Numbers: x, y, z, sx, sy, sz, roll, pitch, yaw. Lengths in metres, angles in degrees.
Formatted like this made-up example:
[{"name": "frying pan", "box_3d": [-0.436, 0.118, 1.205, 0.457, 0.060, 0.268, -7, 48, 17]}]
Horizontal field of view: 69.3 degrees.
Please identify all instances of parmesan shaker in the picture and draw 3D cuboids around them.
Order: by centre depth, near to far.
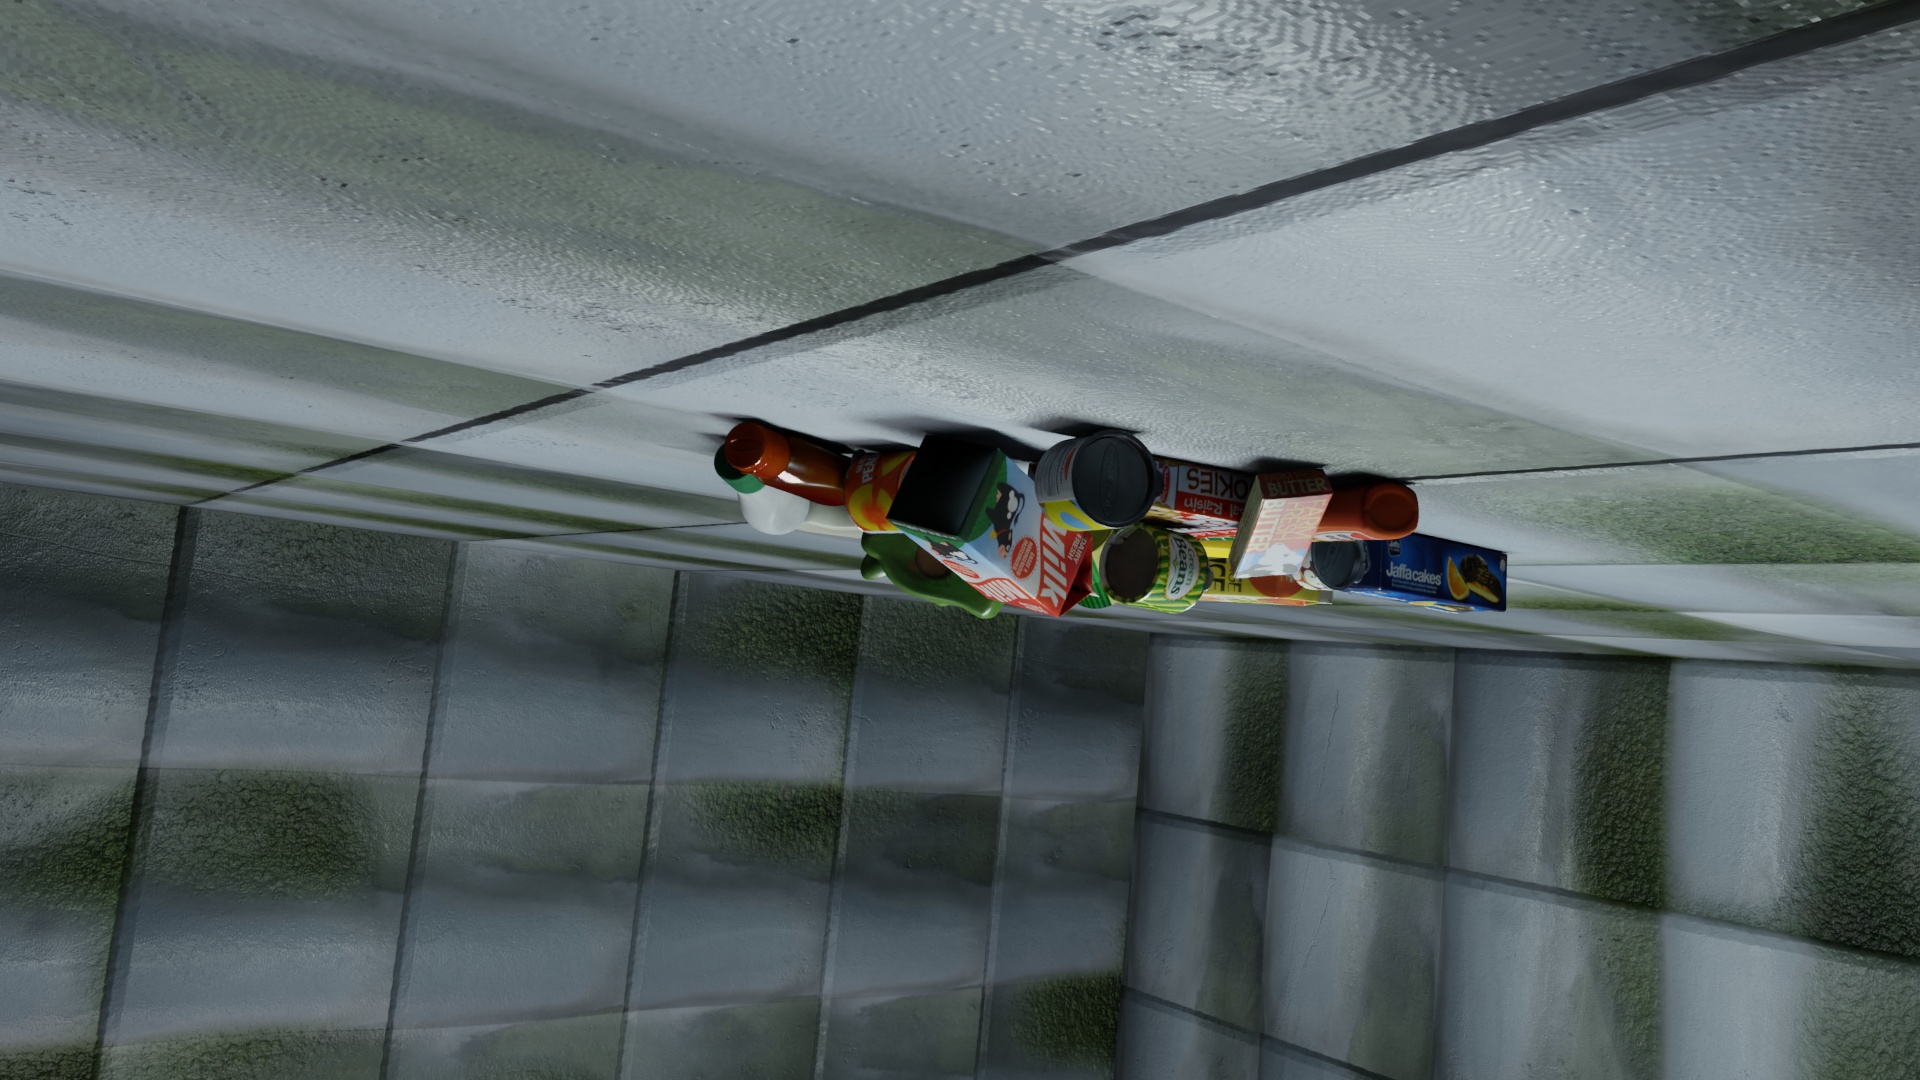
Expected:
[{"name": "parmesan shaker", "box_3d": [0.115, 0.014, 1.271, 0.071, 0.071, 0.102, 3, 151, 20]}]

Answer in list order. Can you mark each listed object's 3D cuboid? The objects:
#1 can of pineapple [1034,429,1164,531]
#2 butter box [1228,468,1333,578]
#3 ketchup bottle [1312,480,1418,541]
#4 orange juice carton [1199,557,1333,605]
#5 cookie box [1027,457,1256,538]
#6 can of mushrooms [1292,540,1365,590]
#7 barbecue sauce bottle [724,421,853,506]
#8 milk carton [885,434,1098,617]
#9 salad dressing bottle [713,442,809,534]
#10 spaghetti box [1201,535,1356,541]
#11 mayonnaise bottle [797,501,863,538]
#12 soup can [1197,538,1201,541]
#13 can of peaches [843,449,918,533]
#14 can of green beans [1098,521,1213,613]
[{"name": "can of pineapple", "box_3d": [0.093, -0.039, 0.945, 0.071, 0.071, 0.058, 8, 174, -23]}, {"name": "butter box", "box_3d": [0.235, -0.011, 1.027, 0.053, 0.024, 0.103, -5, 144, -7]}, {"name": "ketchup bottle", "box_3d": [0.278, -0.021, 1.077, 0.065, 0.043, 0.148, 1, 178, -30]}, {"name": "orange juice carton", "box_3d": [0.284, 0.024, 1.391, 0.192, 0.072, 0.073, 2, 173, 37]}, {"name": "cookie box", "box_3d": [0.152, -0.035, 1.081, 0.168, 0.040, 0.123, 9, 174, -25]}, {"name": "can of mushrooms", "box_3d": [0.329, 0.013, 1.248, 0.071, 0.071, 0.033, 9, 174, -32]}, {"name": "barbecue sauce bottle", "box_3d": [-0.131, -0.059, 1.087, 0.065, 0.043, 0.148, 5, 174, 22]}, {"name": "milk carton", "box_3d": [0.035, -0.001, 1.052, 0.072, 0.073, 0.190, 14, 163, 39]}, {"name": "salad dressing bottle", "box_3d": [-0.169, -0.047, 1.186, 0.044, 0.064, 0.147, 21, 170, 14]}, {"name": "spaghetti box", "box_3d": [0.233, -0.016, 1.247, 0.250, 0.028, 0.050, 0, 173, 44]}, {"name": "mayonnaise bottle", "box_3d": [-0.145, -0.028, 1.441, 0.148, 0.041, 0.064, 8, 172, -13]}, {"name": "soup can", "box_3d": [0.175, 0.010, 1.211, 0.071, 0.071, 0.083, 5, 150, 6]}, {"name": "can of peaches", "box_3d": [-0.051, -0.040, 1.101, 0.058, 0.071, 0.071, 1, 172, 40]}, {"name": "can of green beans", "box_3d": [0.151, 0.021, 1.090, 0.058, 0.071, 0.071, 13, 171, -42]}]
